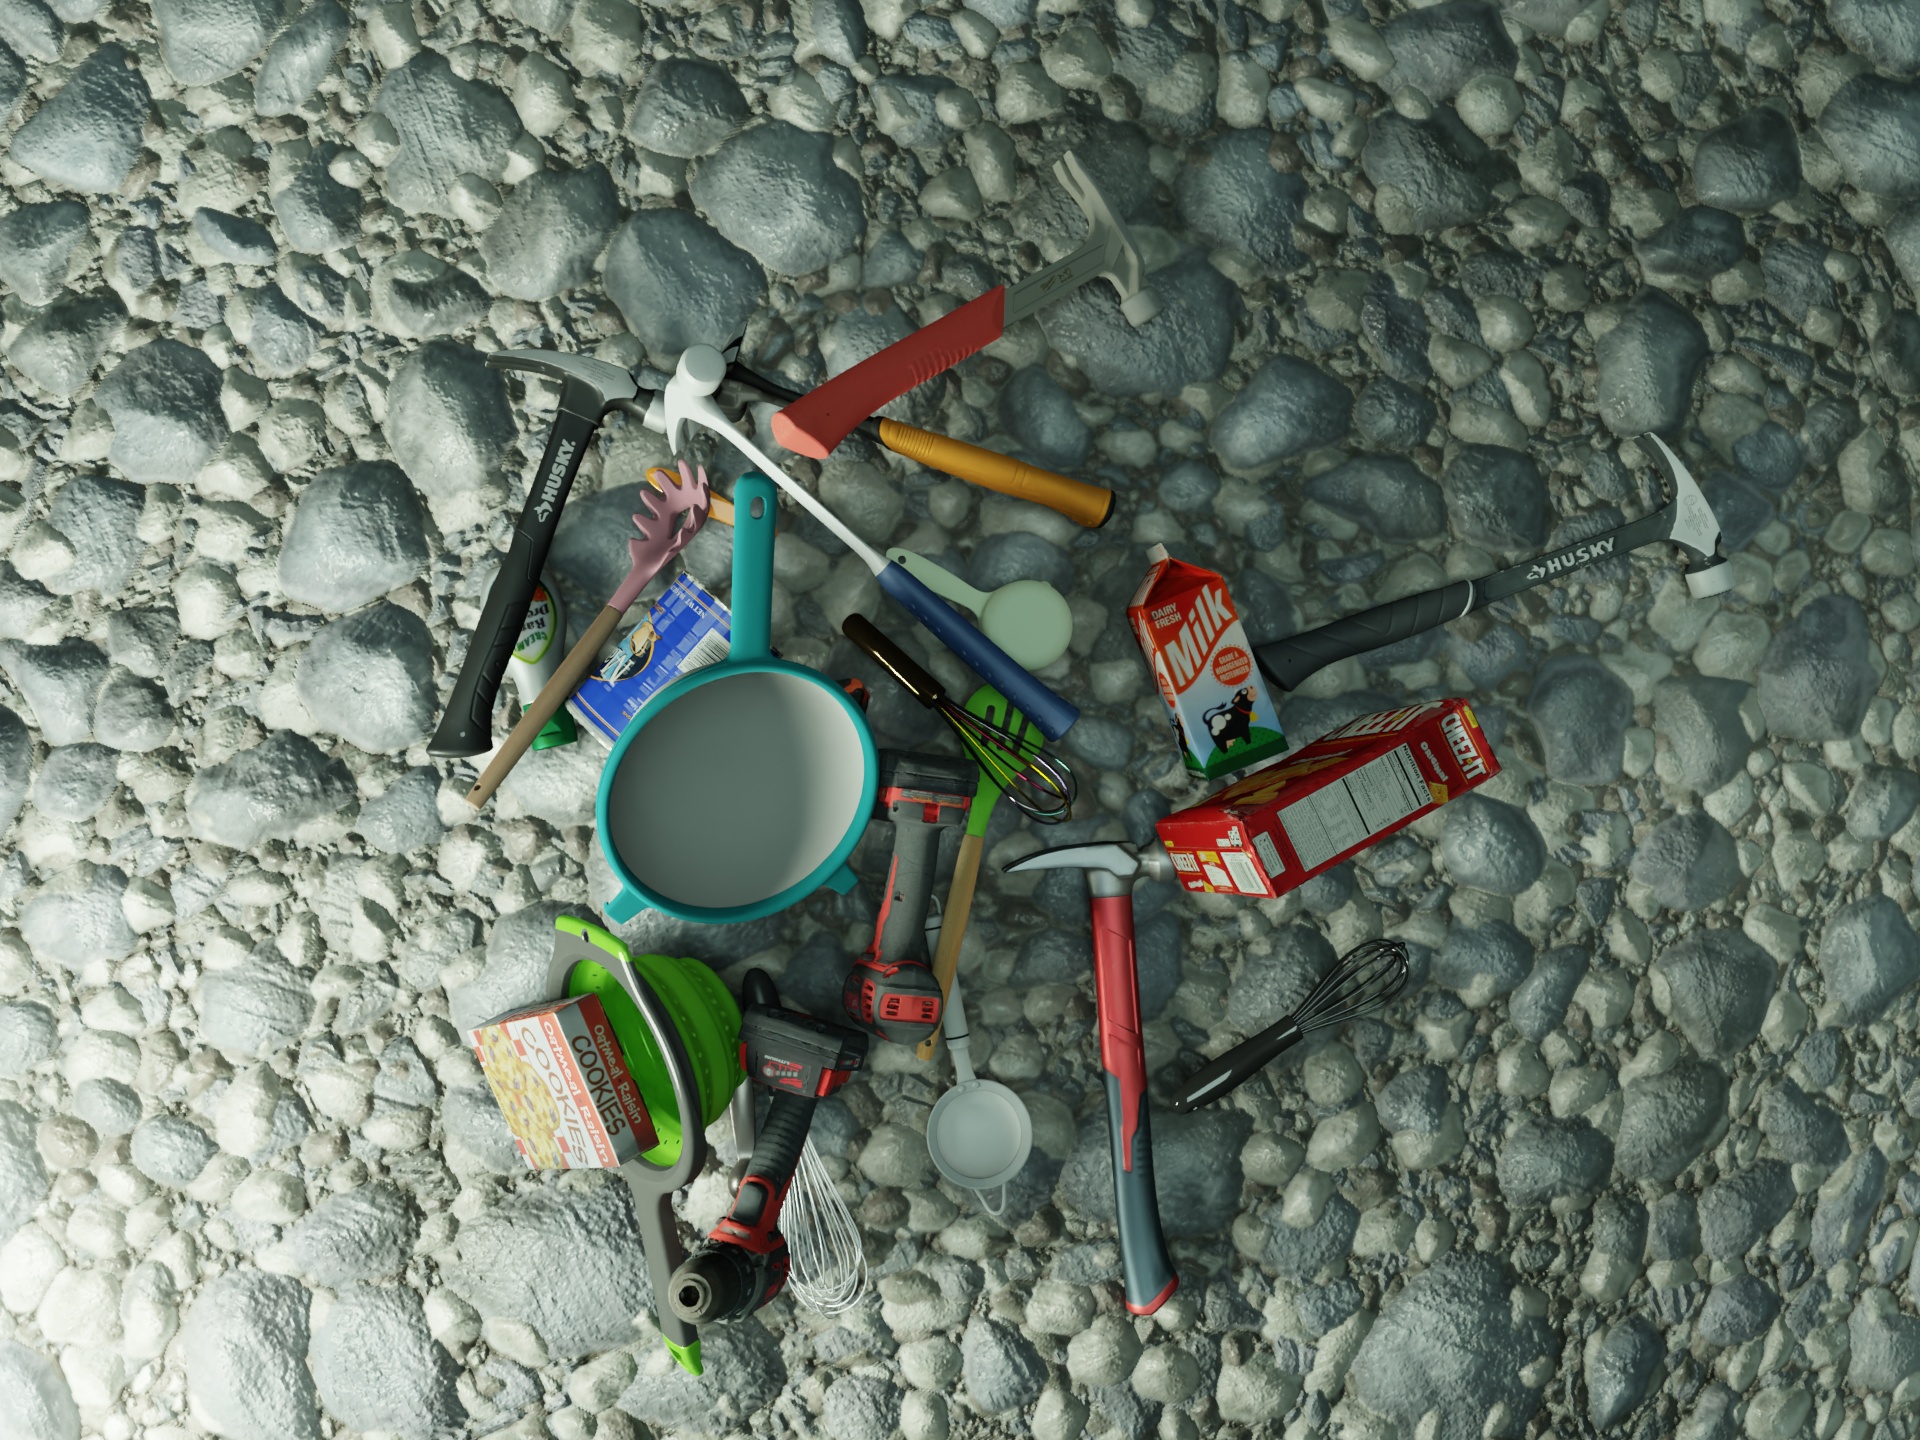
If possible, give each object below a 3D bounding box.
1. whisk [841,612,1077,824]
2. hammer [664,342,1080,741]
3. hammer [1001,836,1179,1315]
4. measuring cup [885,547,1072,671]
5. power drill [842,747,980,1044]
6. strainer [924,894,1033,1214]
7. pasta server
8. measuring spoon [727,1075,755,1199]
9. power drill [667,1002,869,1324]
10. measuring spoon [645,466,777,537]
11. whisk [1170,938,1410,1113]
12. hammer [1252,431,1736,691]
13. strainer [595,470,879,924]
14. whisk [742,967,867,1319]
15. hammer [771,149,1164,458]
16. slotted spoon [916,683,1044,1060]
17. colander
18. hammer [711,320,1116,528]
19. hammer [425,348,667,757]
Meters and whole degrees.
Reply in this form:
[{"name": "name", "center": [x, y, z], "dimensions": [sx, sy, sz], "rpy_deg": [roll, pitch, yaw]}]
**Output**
[{"name": "whisk", "center": [-0.001, -0.005, 1.262], "dimensions": [0.245, 0.047, 0.051], "rpy_deg": [42, 93, 14]}, {"name": "hammer", "center": [-0.070, -0.126, 1.243], "dimensions": [0.405, 0.144, 0.035], "rpy_deg": [41, 70, -8]}, {"name": "hammer", "center": [0.120, 0.293, 1.305], "dimensions": [0.143, 0.038, 0.386], "rpy_deg": [-5, 91, -3]}, {"name": "measuring cup", "center": [0.015, -0.098, 1.291], "dimensions": [0.167, 0.038, 0.083], "rpy_deg": [28, 88, -6]}, {"name": "power drill", "center": [-0.049, 0.136, 1.245], "dimensions": [0.078, 0.143, 0.220], "rpy_deg": [8, 84, -17]}, {"name": "strainer", "center": [0.001, 0.269, 1.295], "dimensions": [0.087, 0.050, 0.258], "rpy_deg": [-11, 86, -11]}, {"name": "pasta server", "center": [-0.286, -0.068, 1.224], "dimensions": [0.060, 0.040, 0.316], "rpy_deg": [20, 68, 33]}, {"name": "measuring spoon", "center": [-0.176, 0.332, 1.290], "dimensions": [0.034, 0.018, 0.124], "rpy_deg": [-5, 90, -4]}, {"name": "power drill", "center": [-0.147, 0.327, 1.163], "dimensions": [0.080, 0.187, 0.227], "rpy_deg": [15, 80, 10]}, {"name": "measuring spoon", "center": [-0.202, -0.175, 1.287], "dimensions": [0.117, 0.011, 0.021], "rpy_deg": [27, 88, -4]}, {"name": "whisk", "center": [0.272, 0.251, 1.302], "dimensions": [0.239, 0.055, 0.055], "rpy_deg": [-31, 93, -9]}, {"name": "hammer", "center": [0.438, -0.114, 1.329], "dimensions": [0.409, 0.036, 0.149], "rpy_deg": [-19, 91, -4]}, {"name": "strainer", "center": [-0.167, -0.021, 1.152], "dimensions": [0.211, 0.095, 0.340], "rpy_deg": [-5, 114, -25]}, {"name": "whisk", "center": [-0.133, 0.338, 1.280], "dimensions": [0.070, 0.070, 0.284], "rpy_deg": [-14, 86, -4]}, {"name": "hammer", "center": [-0.001, -0.308, 1.225], "dimensions": [0.359, 0.037, 0.149], "rpy_deg": [-35, 96, -26]}, {"name": "slotted spoon", "center": [0.008, 0.119, 1.283], "dimensions": [0.070, 0.031, 0.314], "rpy_deg": [14, 84, -6]}, {"name": "colander", "center": [-0.218, 0.327, 1.249], "dimensions": [0.094, 0.205, 0.397], "rpy_deg": [-21, 111, -38]}, {"name": "hammer", "center": [-0.033, -0.222, 1.257], "dimensions": [0.336, 0.127, 0.034], "rpy_deg": [18, 75, -10]}, {"name": "hammer", "center": [-0.339, -0.128, 1.221], "dimensions": [0.146, 0.035, 0.335], "rpy_deg": [21, 78, -18]}]
